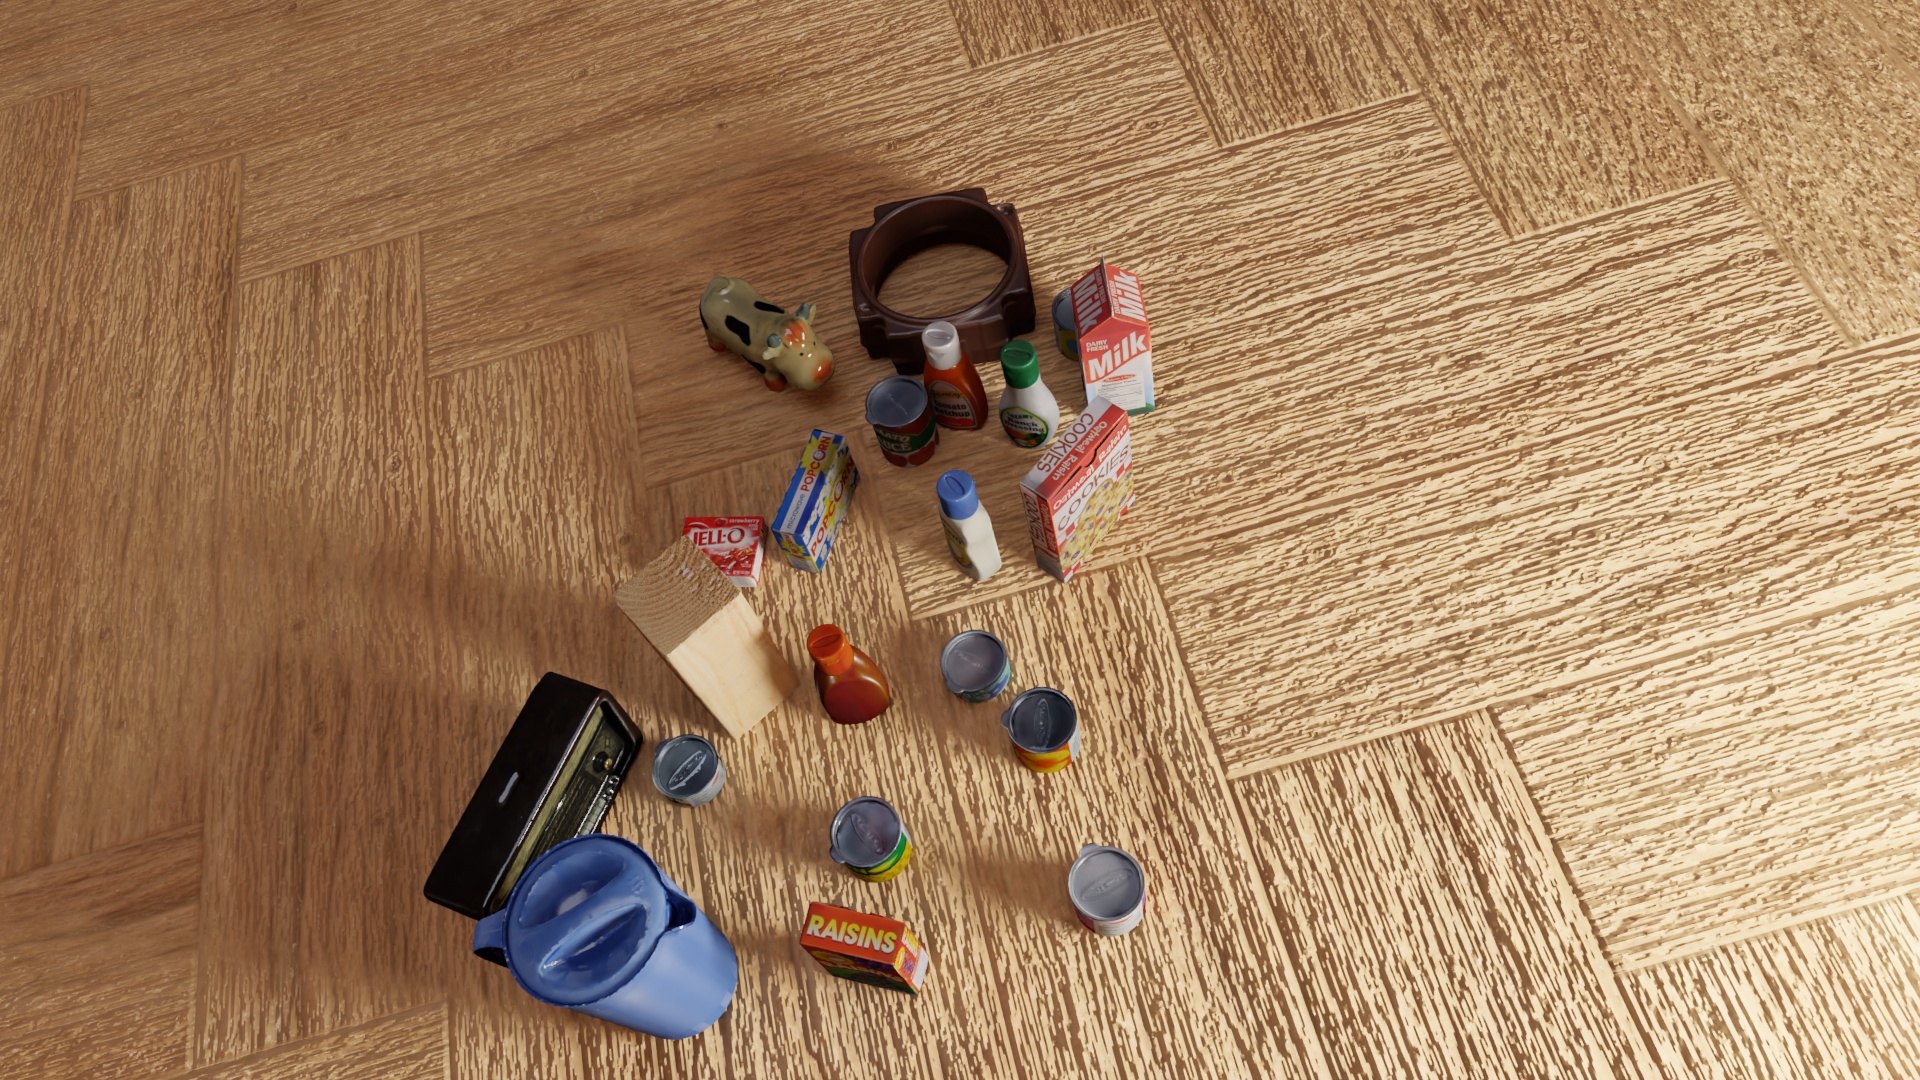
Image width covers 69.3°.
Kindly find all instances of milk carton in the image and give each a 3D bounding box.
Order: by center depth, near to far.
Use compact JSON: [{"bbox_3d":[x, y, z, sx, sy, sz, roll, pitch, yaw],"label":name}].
[{"bbox_3d":[0.157,-0.208,1.438,0.073,0.189,0.072,-10,60,5],"label":"milk carton"}]

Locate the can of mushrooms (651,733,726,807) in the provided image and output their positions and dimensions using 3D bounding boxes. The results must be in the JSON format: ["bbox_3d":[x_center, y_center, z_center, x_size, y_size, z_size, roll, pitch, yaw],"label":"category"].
[{"bbox_3d":[-0.266,0.224,1.355,0.071,0.033,0.071,-4,60,8],"label":"can of mushrooms"}]

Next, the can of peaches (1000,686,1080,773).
[{"bbox_3d":[0.077,0.179,1.307,0.071,0.057,0.071,-4,60,8],"label":"can of peaches"}]

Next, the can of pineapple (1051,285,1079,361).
[{"bbox_3d":[0.138,-0.240,1.536,0.071,0.057,0.071,-4,60,8],"label":"can of pineapple"}]

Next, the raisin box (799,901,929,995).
[{"bbox_3d":[-0.081,0.352,1.197,0.086,0.123,0.040,9,63,15],"label":"raisin box"}]

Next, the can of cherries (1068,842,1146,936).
[{"bbox_3d":[0.130,0.307,1.224,0.071,0.058,0.072,-4,60,8],"label":"can of cherries"}]

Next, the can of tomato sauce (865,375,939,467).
[{"bbox_3d":[-0.062,-0.125,1.491,0.071,0.082,0.071,-4,60,8],"label":"can of tomato sauce"}]

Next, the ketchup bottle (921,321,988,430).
[{"bbox_3d":[-0.011,-0.174,1.472,0.065,0.148,0.044,10,63,15],"label":"ketchup bottle"}]

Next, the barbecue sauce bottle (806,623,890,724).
[{"bbox_3d":[-0.111,0.127,1.317,0.065,0.148,0.044,-18,59,0],"label":"barbecue sauce bottle"}]

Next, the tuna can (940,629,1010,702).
[{"bbox_3d":[0.014,0.126,1.363,0.071,0.032,0.071,-4,60,8],"label":"tuna can"}]

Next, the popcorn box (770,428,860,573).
[{"bbox_3d":[-0.151,-0.040,1.456,0.038,0.085,0.127,12,63,16],"label":"popcorn box"}]

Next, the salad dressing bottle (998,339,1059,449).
[{"bbox_3d":[0.067,-0.151,1.446,0.064,0.147,0.044,14,64,17],"label":"salad dressing bottle"}]

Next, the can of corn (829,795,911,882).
[{"bbox_3d":[-0.084,0.278,1.278,0.071,0.058,0.071,-4,60,8],"label":"can of corn"}]

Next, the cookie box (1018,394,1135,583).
[{"bbox_3d":[0.119,-0.047,1.366,0.040,0.166,0.123,33,71,24],"label":"cookie box"}]

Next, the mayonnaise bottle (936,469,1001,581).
[{"bbox_3d":[0.005,-0.017,1.379,0.041,0.147,0.065,-37,61,-11],"label":"mayonnaise bottle"}]
